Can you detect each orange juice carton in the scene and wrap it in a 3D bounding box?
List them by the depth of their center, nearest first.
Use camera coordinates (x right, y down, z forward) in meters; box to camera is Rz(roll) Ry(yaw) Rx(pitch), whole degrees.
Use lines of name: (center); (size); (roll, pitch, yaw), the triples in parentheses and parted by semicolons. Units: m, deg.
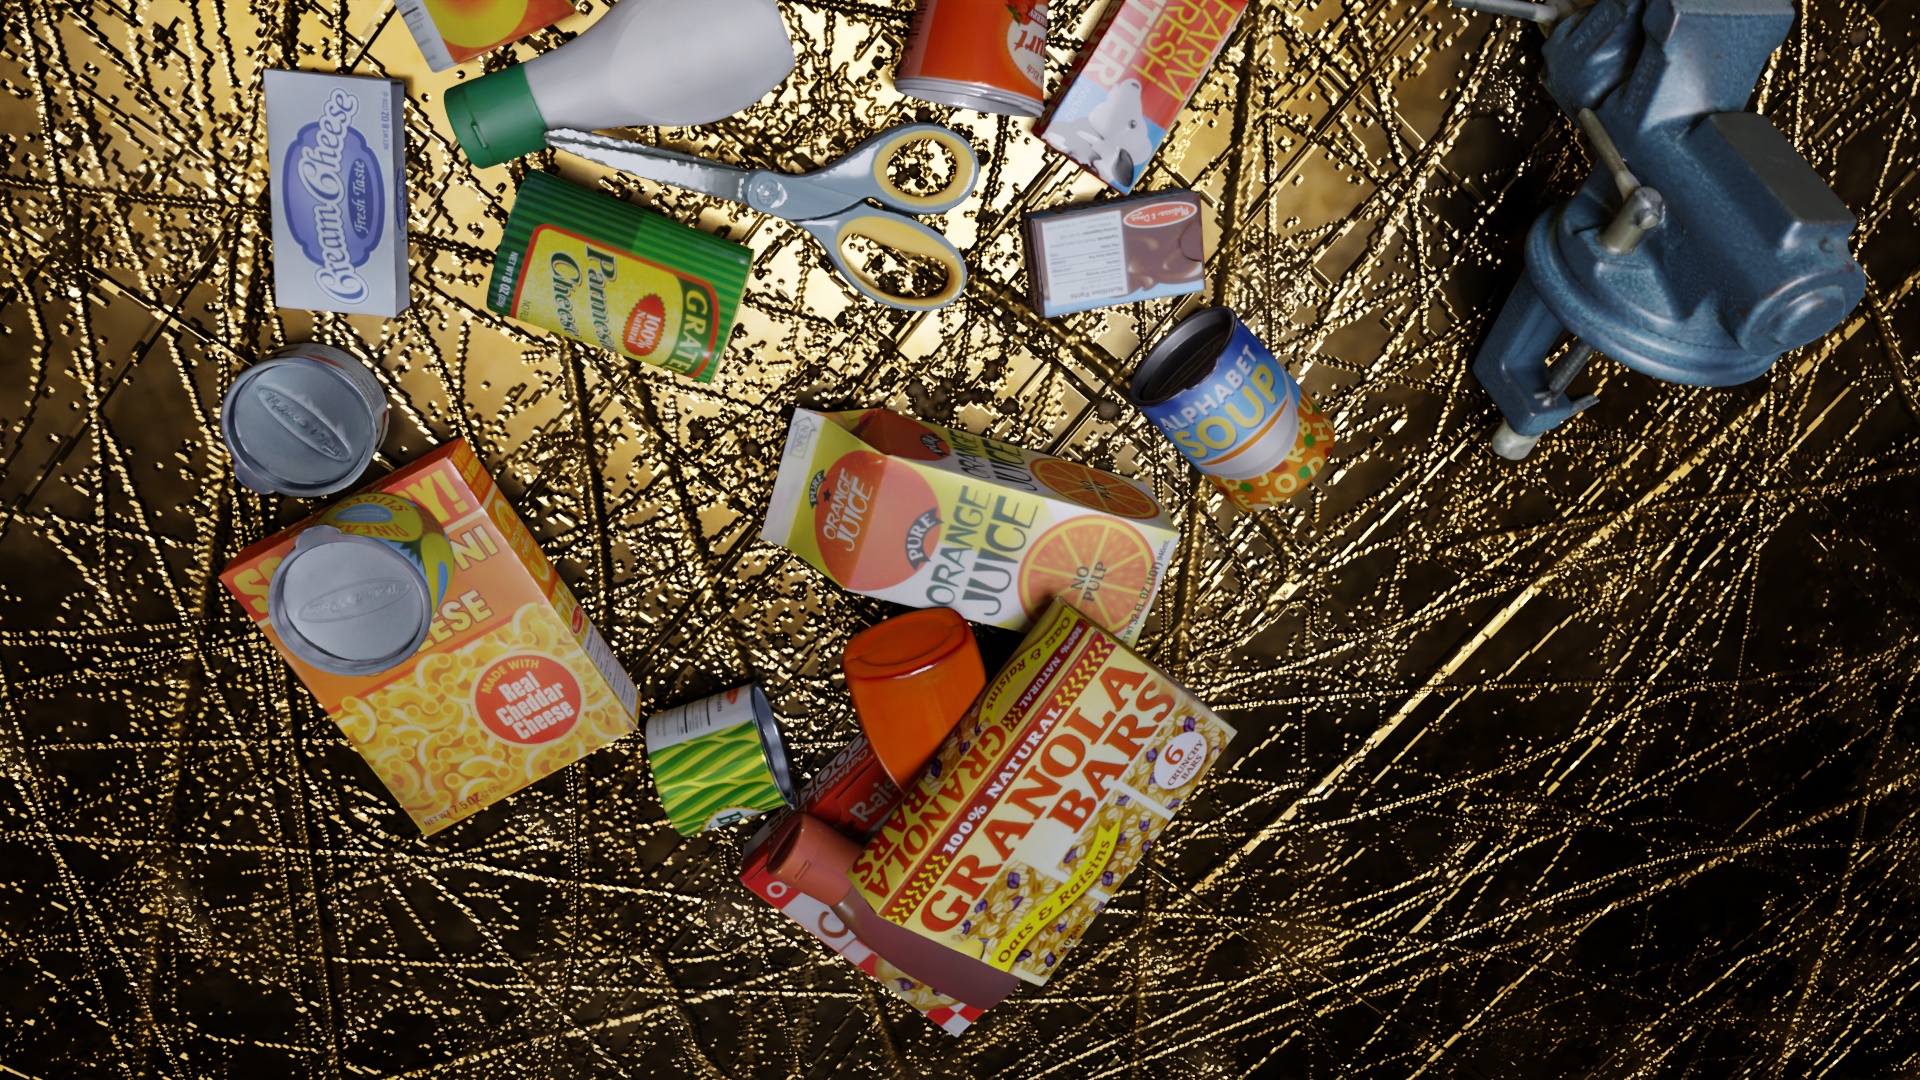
orange juice carton: (0.002, -0.009, 0.687); (0.193, 0.073, 0.071); (14, 110, -14)

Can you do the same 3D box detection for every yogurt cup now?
yogurt cup: (0.008, -0.220, 0.613); (0.072, 0.072, 0.053); (7, 102, -12)

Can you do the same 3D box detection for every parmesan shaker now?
parmesan shaker: (-0.153, -0.115, 0.626); (0.103, 0.071, 0.071); (17, 107, -15)

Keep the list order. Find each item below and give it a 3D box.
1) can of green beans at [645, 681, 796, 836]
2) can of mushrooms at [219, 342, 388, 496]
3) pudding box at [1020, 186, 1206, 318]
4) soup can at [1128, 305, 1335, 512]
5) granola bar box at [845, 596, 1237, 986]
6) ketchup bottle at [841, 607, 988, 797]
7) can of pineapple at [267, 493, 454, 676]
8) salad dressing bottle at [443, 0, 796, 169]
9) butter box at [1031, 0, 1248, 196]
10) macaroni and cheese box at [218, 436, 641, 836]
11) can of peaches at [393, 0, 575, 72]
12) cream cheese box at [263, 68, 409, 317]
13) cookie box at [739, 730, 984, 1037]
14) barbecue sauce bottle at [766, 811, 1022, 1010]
can of green beans: (-0.124, 0.113, 0.717); (0.058, 0.071, 0.071); (-18, 113, -2)
can of mushrooms: (-0.303, -0.055, 0.641); (0.071, 0.033, 0.070); (-4, 112, -9)
pudding box: (0.074, -0.140, 0.672); (0.084, 0.030, 0.049); (-11, 111, -5)
soup can: (0.136, -0.063, 0.690); (0.071, 0.071, 0.083); (-44, 111, 9)
granola bar box: (0.043, 0.125, 0.671); (0.124, 0.039, 0.165); (36, 92, -38)
ketchup bottle: (-0.011, 0.104, 0.685); (0.065, 0.044, 0.148); (-18, 126, -4)
can of pineapple: (-0.263, 0.017, 0.616); (0.071, 0.058, 0.070); (-3, 111, -9)
salad dressing bottle: (-0.148, -0.203, 0.604); (0.148, 0.044, 0.064); (-20, 126, 0)
butter box: (0.083, -0.219, 0.646); (0.053, 0.024, 0.103); (28, 104, -19)
macaroni and cheese box: (-0.255, 0.049, 0.685); (0.124, 0.040, 0.166); (-27, 113, 1)
can of peaches: (-0.199, -0.233, 0.571); (0.071, 0.071, 0.058); (-23, 113, 0)
cream cheese box: (-0.274, -0.152, 0.613); (0.053, 0.024, 0.103); (3, 110, -9)
cookie box: (-0.019, 0.186, 0.776); (0.123, 0.040, 0.167); (-45, 111, 9)
barbecue sauce bottle: (-0.030, 0.191, 0.730); (0.148, 0.044, 0.064); (32, 102, -19)
